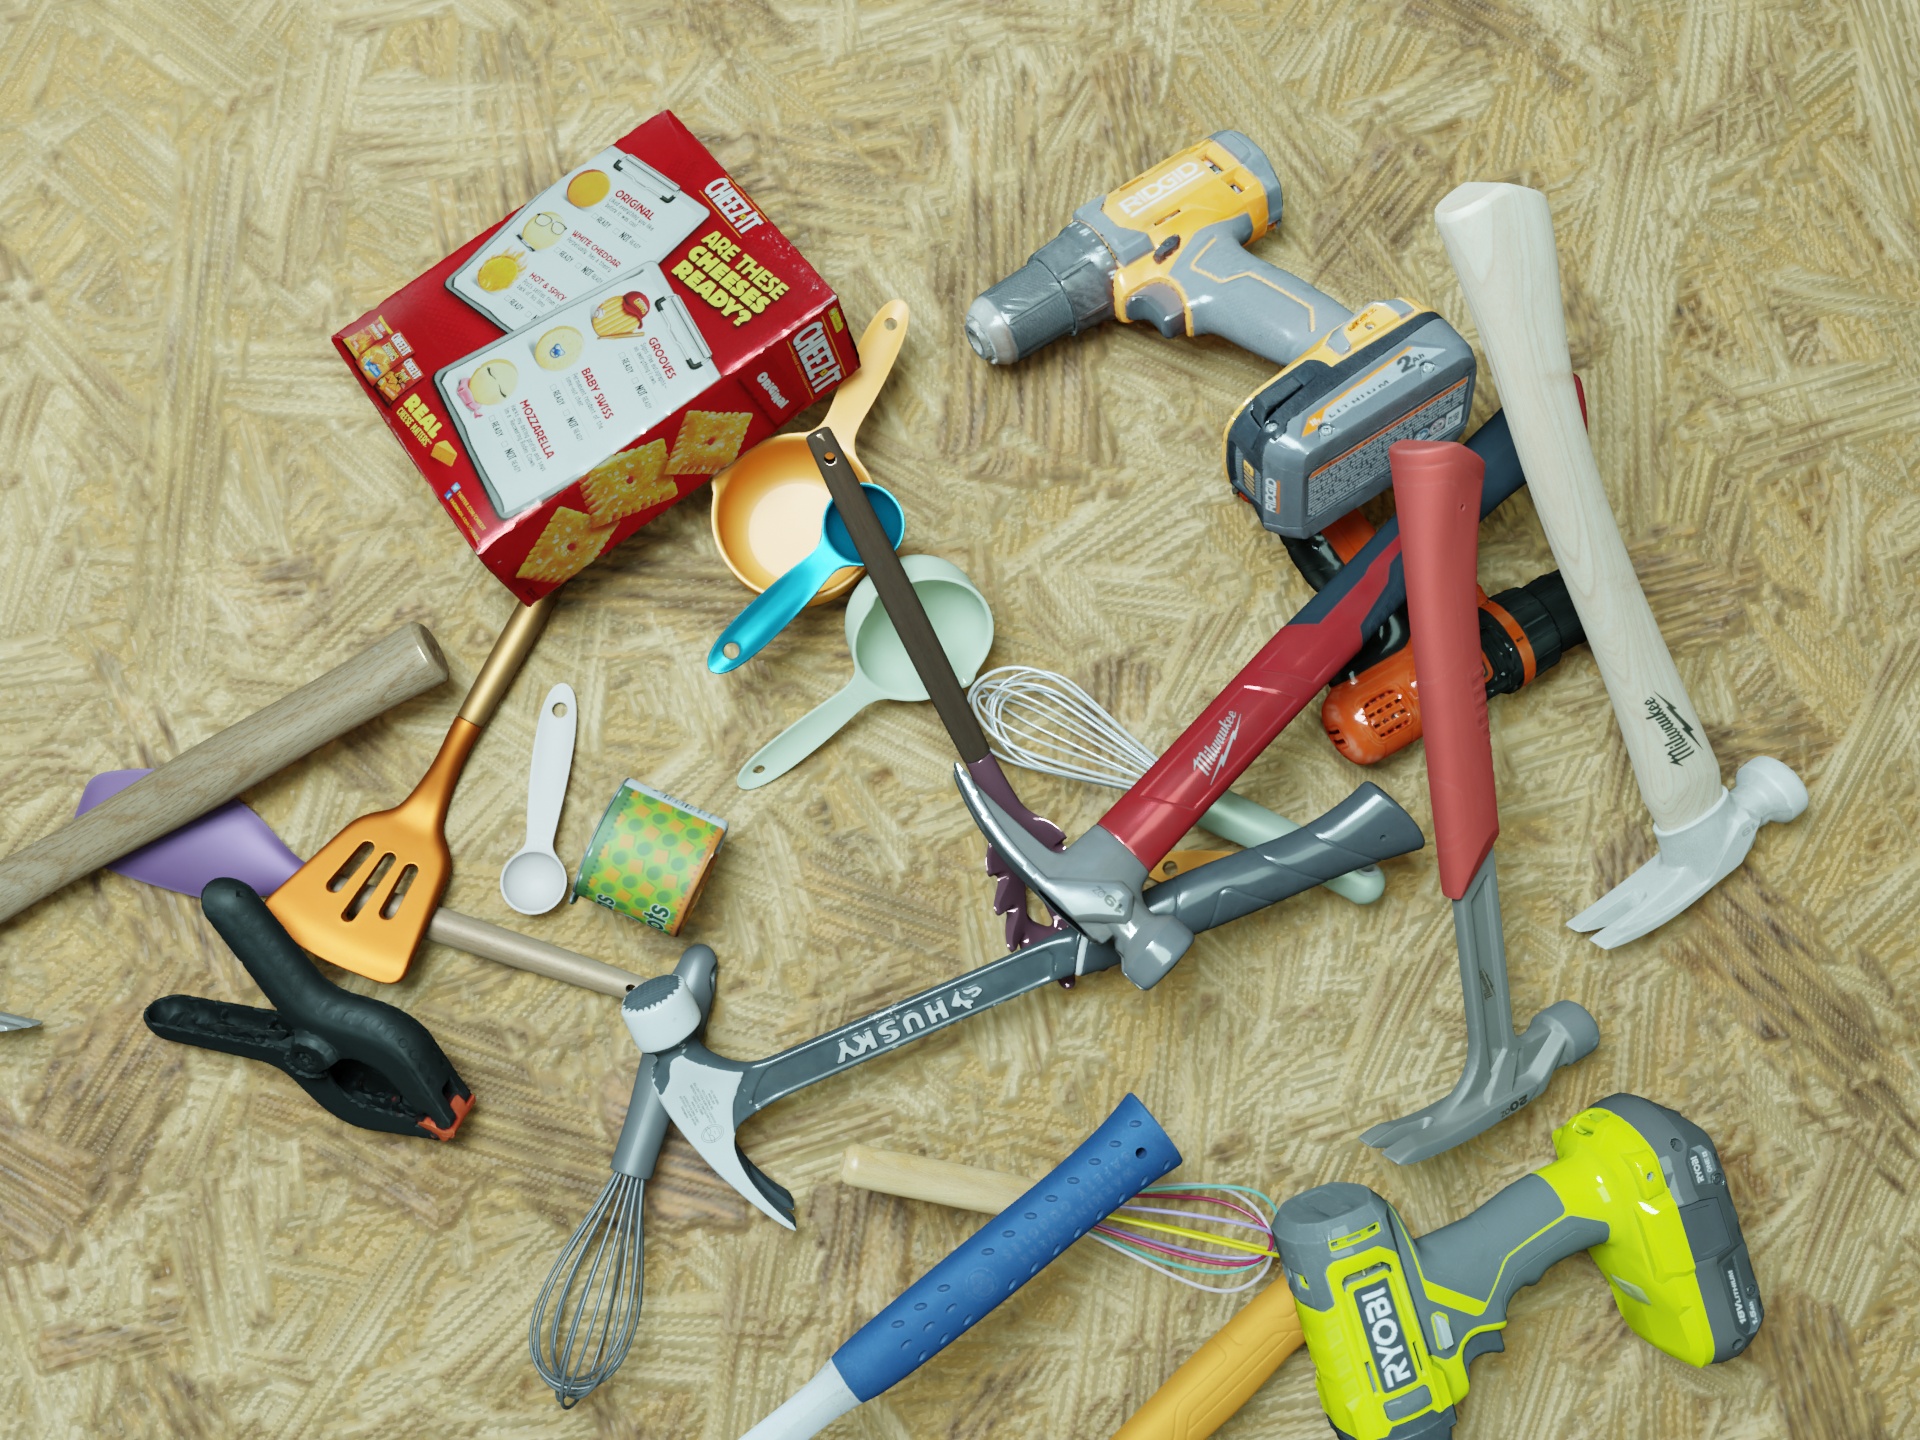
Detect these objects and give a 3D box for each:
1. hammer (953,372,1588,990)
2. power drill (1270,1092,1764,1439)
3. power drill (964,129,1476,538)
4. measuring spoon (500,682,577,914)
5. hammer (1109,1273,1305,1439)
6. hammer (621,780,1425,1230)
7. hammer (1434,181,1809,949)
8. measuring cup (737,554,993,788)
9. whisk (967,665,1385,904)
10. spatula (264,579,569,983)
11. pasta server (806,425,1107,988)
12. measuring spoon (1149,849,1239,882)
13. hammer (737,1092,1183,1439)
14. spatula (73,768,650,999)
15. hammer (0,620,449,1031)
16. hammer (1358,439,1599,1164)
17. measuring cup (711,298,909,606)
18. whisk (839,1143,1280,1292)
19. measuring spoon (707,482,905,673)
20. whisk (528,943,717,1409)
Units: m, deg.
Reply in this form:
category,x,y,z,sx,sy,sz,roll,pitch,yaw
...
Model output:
category,x,y,z,sx,sy,sz,roll,pitch,yaw
hammer,0.171,-0.052,0.801,0.143,0.038,0.386,43,79,9
power drill,0.284,0.297,0.814,0.223,0.080,0.171,-18,91,-12
power drill,0.126,-0.195,0.819,0.185,0.084,0.226,-32,59,-8
measuring spoon,-0.219,0.042,0.845,0.034,0.018,0.124,7,79,-4
hammer,0.074,0.377,0.807,0.337,0.034,0.127,-37,92,-14
hammer,0.045,0.128,0.812,0.409,0.036,0.149,-22,109,-2
hammer,0.310,-0.068,0.788,0.146,0.038,0.410,-35,116,-8
measuring cup,-0.058,-0.024,0.847,0.167,0.038,0.083,-38,128,12
whisk,0.115,0.038,0.850,0.246,0.058,0.059,26,120,-1
spatula,-0.246,-0.021,0.832,0.081,0.041,0.322,28,83,0
pasta server,-0.001,-0.003,0.805,0.060,0.040,0.316,-26,109,-1
measuring spoon,0.158,0.083,0.871,0.117,0.011,0.021,2,78,-1
hammer,-0.059,0.326,0.758,0.405,0.035,0.144,-37,88,-7
spatula,-0.308,0.092,0.830,0.316,0.018,0.060,19,86,-2
hammer,-0.410,0.047,0.805,0.331,0.031,0.130,-29,87,-1
hammer,0.242,0.041,0.787,0.149,0.037,0.359,-21,110,-24
measuring cup,-0.069,-0.141,0.849,0.095,0.052,0.174,25,83,-2
whisk,0.058,0.248,0.813,0.245,0.047,0.051,15,105,-11
measuring spoon,-0.080,-0.069,0.811,0.128,0.021,0.042,-43,90,3
whisk,-0.167,0.231,0.819,0.055,0.055,0.239,17,80,-3
